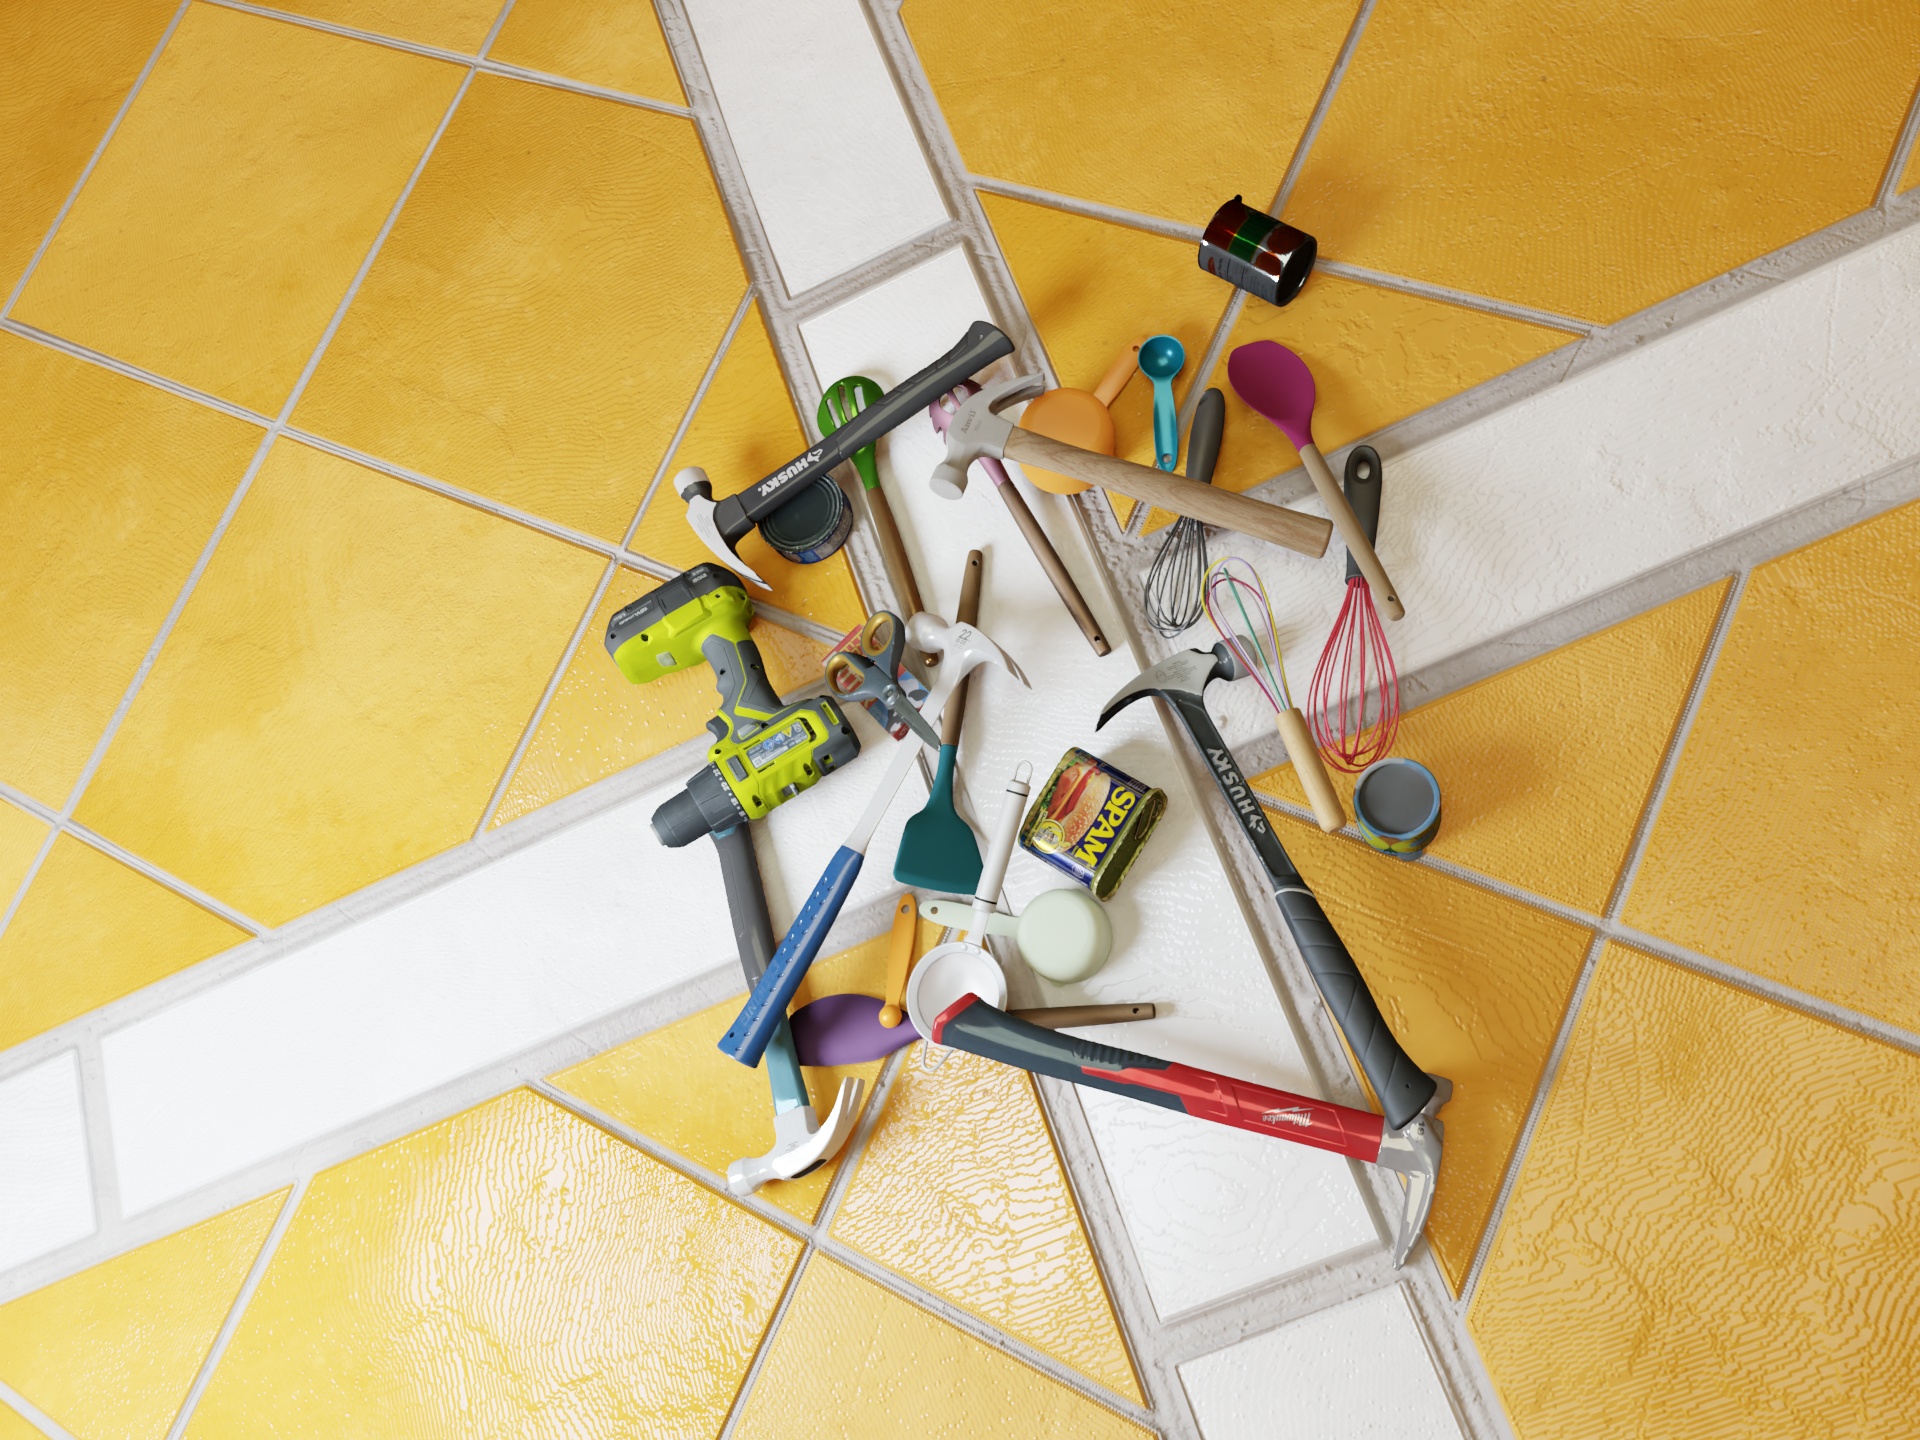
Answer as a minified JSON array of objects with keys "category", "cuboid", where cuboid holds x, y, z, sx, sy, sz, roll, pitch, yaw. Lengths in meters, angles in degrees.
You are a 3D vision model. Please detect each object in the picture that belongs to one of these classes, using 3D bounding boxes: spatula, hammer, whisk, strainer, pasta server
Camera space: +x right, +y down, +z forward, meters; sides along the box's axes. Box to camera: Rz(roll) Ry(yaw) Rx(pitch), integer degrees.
[{"category":"spatula","cuboid":[-0.002,-0.004,1.370,0.082,0.044,0.318,10,72,-10]},{"category":"hammer","cuboid":[0.162,0.292,1.198,0.386,0.038,0.143,12,78,11]},{"category":"hammer","cuboid":[-0.168,0.221,1.350,0.128,0.033,0.331,-24,65,16]},{"category":"whisk","cuboid":[0.198,-0.181,1.365,0.055,0.055,0.239,6,71,19]},{"category":"spatula","cuboid":[0.003,0.247,1.304,0.316,0.018,0.060,-7,69,16]},{"category":"hammer","cuboid":[-0.080,0.099,1.310,0.144,0.035,0.405,20,78,46]},{"category":"strainer","cuboid":[0.019,0.157,1.280,0.087,0.050,0.258,16,89,25]},{"category":"hammer","cuboid":[-0.096,-0.252,1.441,0.335,0.035,0.146,-33,64,6]},{"category":"whisk","cuboid":[0.248,-0.023,1.260,0.047,0.051,0.245,-19,68,1]},{"category":"pasta server","cuboid":[0.054,-0.187,1.421,0.060,0.040,0.316,-31,71,6]},{"category":"hammer","cuboid":[0.243,0.119,1.218,0.149,0.036,0.409,-18,63,-14]},{"category":"hammer","cuboid":[0.149,-0.202,1.334,0.331,0.031,0.130,18,69,8]},{"category":"whisk","cuboid":[0.323,-0.096,1.293,0.073,0.073,0.296,1,67,18]}]

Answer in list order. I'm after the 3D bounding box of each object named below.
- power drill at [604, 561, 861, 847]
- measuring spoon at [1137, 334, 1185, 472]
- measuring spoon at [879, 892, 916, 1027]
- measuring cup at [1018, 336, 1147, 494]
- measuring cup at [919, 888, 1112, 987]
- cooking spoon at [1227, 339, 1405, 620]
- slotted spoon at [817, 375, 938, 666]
[{"category":"power drill","cuboid":[-0.221,-0.011,1.406,0.190,0.080,0.229,-31,65,-7]},{"category":"measuring spoon","cuboid":[0.182,-0.279,1.417,0.042,0.021,0.129,-3,81,10]},{"category":"measuring spoon","cuboid":[-0.053,0.199,1.331,0.021,0.011,0.117,-1,65,20]},{"category":"measuring cup","cuboid":[0.117,-0.283,1.409,0.095,0.052,0.173,33,80,11]},{"category":"measuring cup","cuboid":[0.040,0.167,1.305,0.167,0.038,0.083,9,76,18]},{"category":"cooking spoon","cuboid":[0.298,-0.207,1.323,0.068,0.017,0.319,-16,56,-4]},{"category":"slotted spoon","cuboid":[-0.070,-0.190,1.459,0.070,0.031,0.314,-22,70,10]}]
